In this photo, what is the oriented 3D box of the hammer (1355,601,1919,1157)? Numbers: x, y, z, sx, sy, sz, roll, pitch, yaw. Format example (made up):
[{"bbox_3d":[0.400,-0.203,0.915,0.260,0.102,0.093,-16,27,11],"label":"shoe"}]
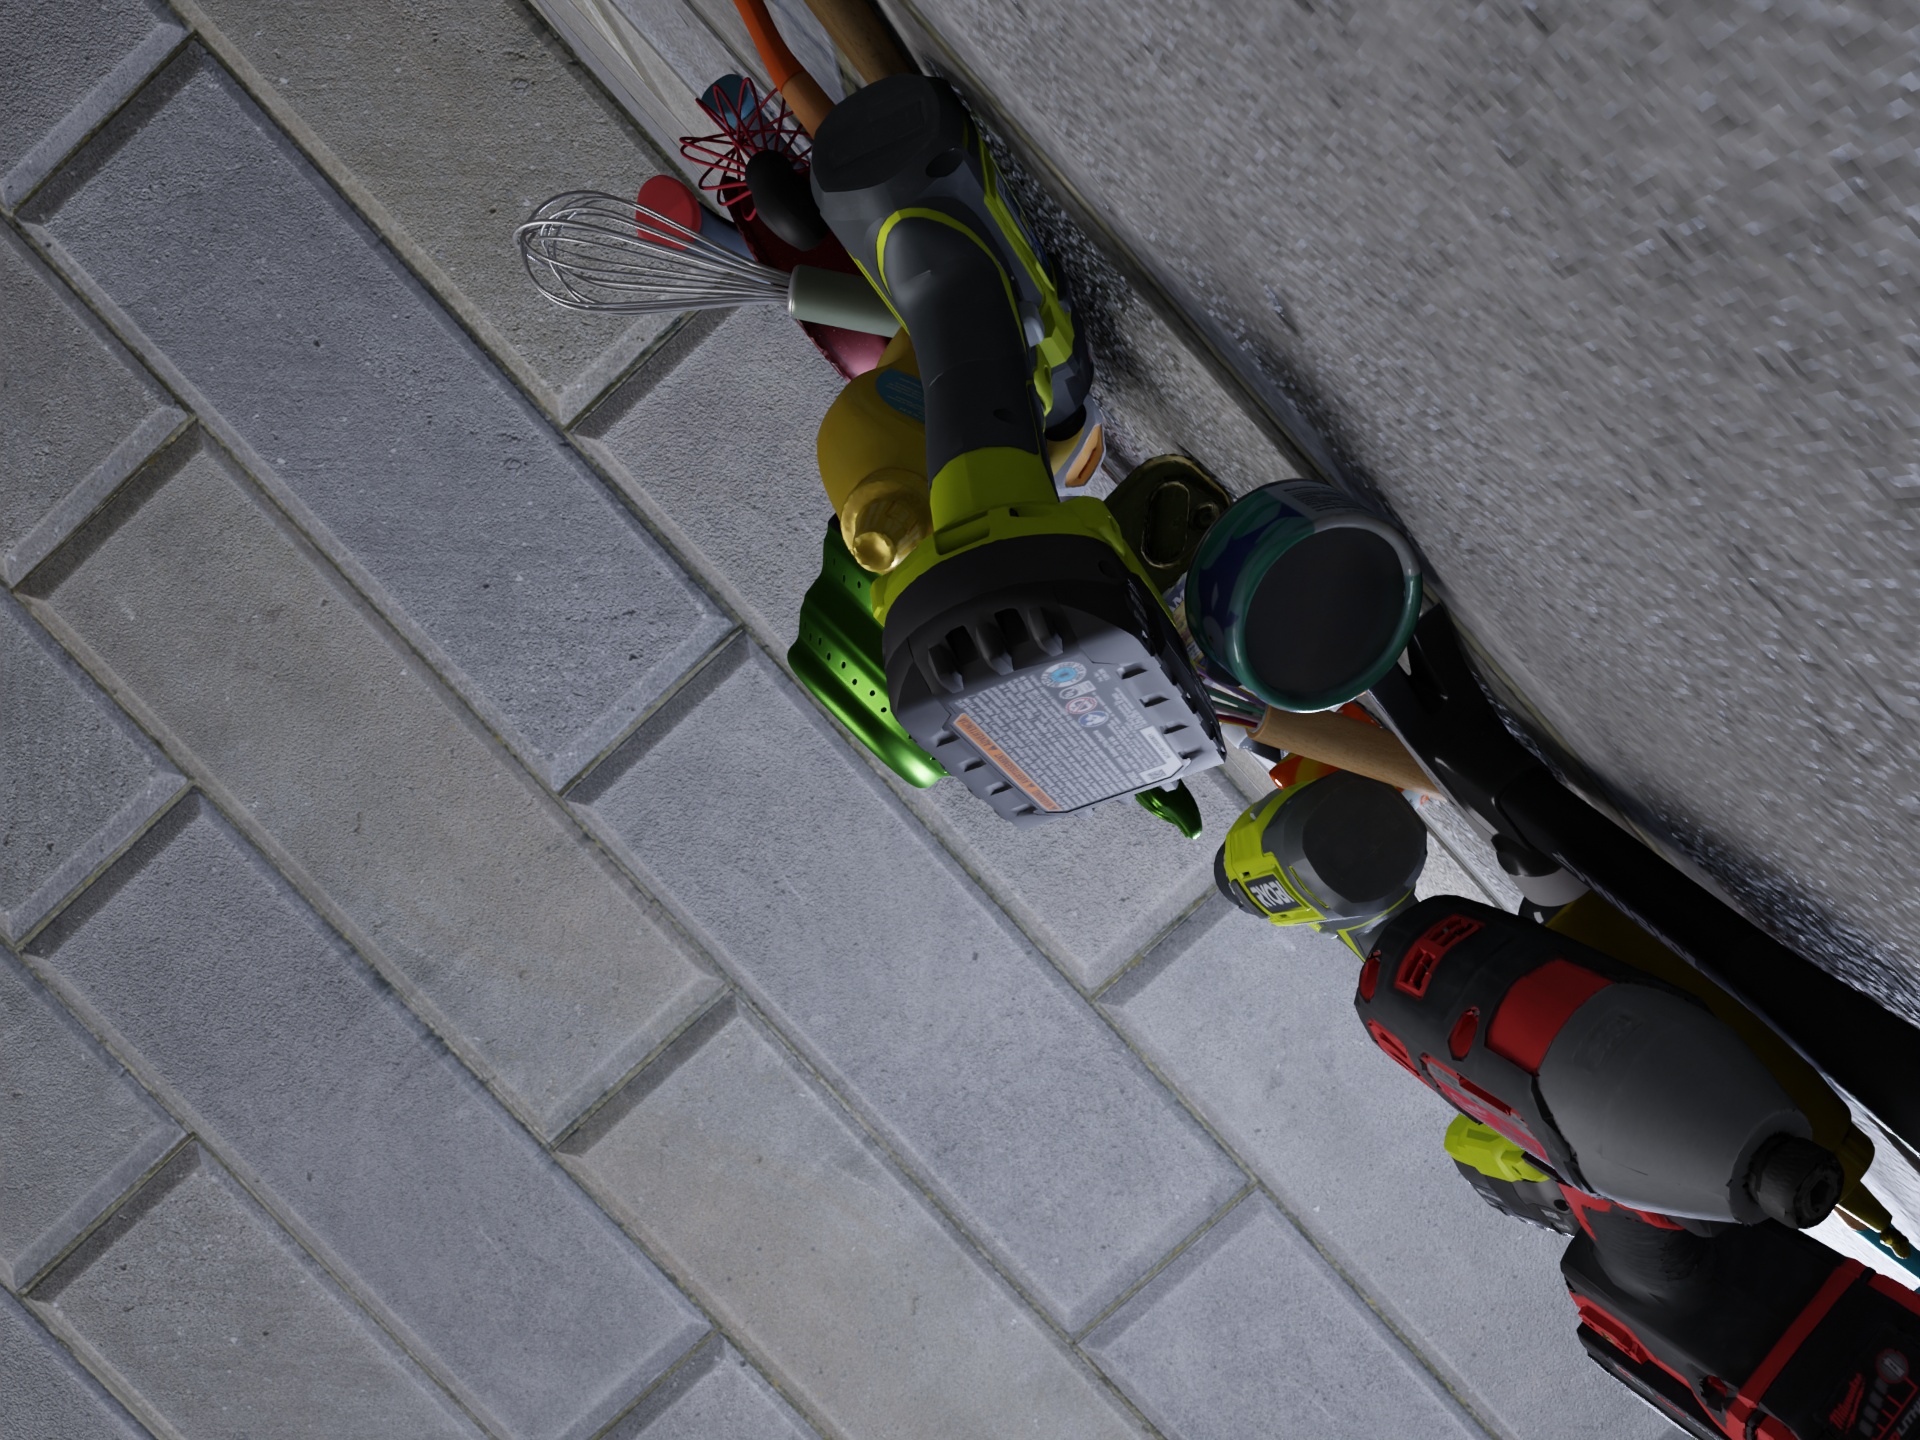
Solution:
[{"bbox_3d":[0.222,0.073,0.422,0.146,0.035,0.335,45,-176,-30],"label":"hammer"}]

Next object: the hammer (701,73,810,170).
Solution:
[{"bbox_3d":[-0.051,-0.290,1.066,0.330,0.033,0.128,46,-177,-29],"label":"hammer"}]

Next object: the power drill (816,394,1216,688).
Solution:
[{"bbox_3d":[0.034,-0.103,0.887,0.185,0.084,0.226,8,152,46],"label":"power drill"}]

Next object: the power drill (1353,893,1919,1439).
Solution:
[{"bbox_3d":[0.221,0.150,0.482,0.219,0.078,0.143,49,169,-29],"label":"power drill"}]

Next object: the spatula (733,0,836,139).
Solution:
[{"bbox_3d":[-0.063,-0.248,0.683,0.322,0.041,0.081,53,-163,5],"label":"spatula"}]

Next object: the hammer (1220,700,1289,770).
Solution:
[{"bbox_3d":[0.233,0.019,1.107,0.149,0.036,0.408,47,-177,15],"label":"hammer"}]

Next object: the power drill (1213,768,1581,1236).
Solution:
[{"bbox_3d":[0.215,0.125,0.758,0.228,0.080,0.190,48,170,4],"label":"power drill"}]

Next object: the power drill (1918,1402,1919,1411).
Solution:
[{"bbox_3d":[0.304,0.223,0.351,0.226,0.084,0.164,34,-168,-42],"label":"power drill"}]

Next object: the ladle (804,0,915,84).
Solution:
[{"bbox_3d":[-0.083,-0.273,0.454,0.069,0.031,0.315,49,-175,38],"label":"ladle"}]

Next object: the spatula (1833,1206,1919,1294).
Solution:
[{"bbox_3d":[0.343,0.191,0.642,0.317,0.044,0.082,48,-177,-10],"label":"spatula"}]

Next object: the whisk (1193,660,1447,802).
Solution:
[{"bbox_3d":[0.103,-0.013,0.643,0.245,0.047,0.051,18,159,-14],"label":"whisk"}]

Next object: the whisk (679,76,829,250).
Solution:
[{"bbox_3d":[-0.094,-0.267,0.770,0.073,0.073,0.296,46,-171,-28],"label":"whisk"}]

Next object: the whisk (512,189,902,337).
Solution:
[{"bbox_3d":[-0.086,-0.203,0.747,0.246,0.058,0.059,10,169,-5],"label":"whisk"}]

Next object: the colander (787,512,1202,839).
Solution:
[{"bbox_3d":[-0.001,-0.003,0.820,0.204,0.094,0.397,44,180,-28],"label":"colander"}]

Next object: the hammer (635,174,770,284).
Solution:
[{"bbox_3d":[-0.112,-0.282,1.025,0.143,0.038,0.386,56,-166,-3],"label":"hammer"}]

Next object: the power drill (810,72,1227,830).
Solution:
[{"bbox_3d":[0.021,-0.085,0.542,0.171,0.080,0.223,44,-149,-55],"label":"power drill"}]

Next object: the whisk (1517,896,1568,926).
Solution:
[{"bbox_3d":[0.304,0.139,0.804,0.070,0.070,0.284,50,180,33],"label":"whisk"}]
